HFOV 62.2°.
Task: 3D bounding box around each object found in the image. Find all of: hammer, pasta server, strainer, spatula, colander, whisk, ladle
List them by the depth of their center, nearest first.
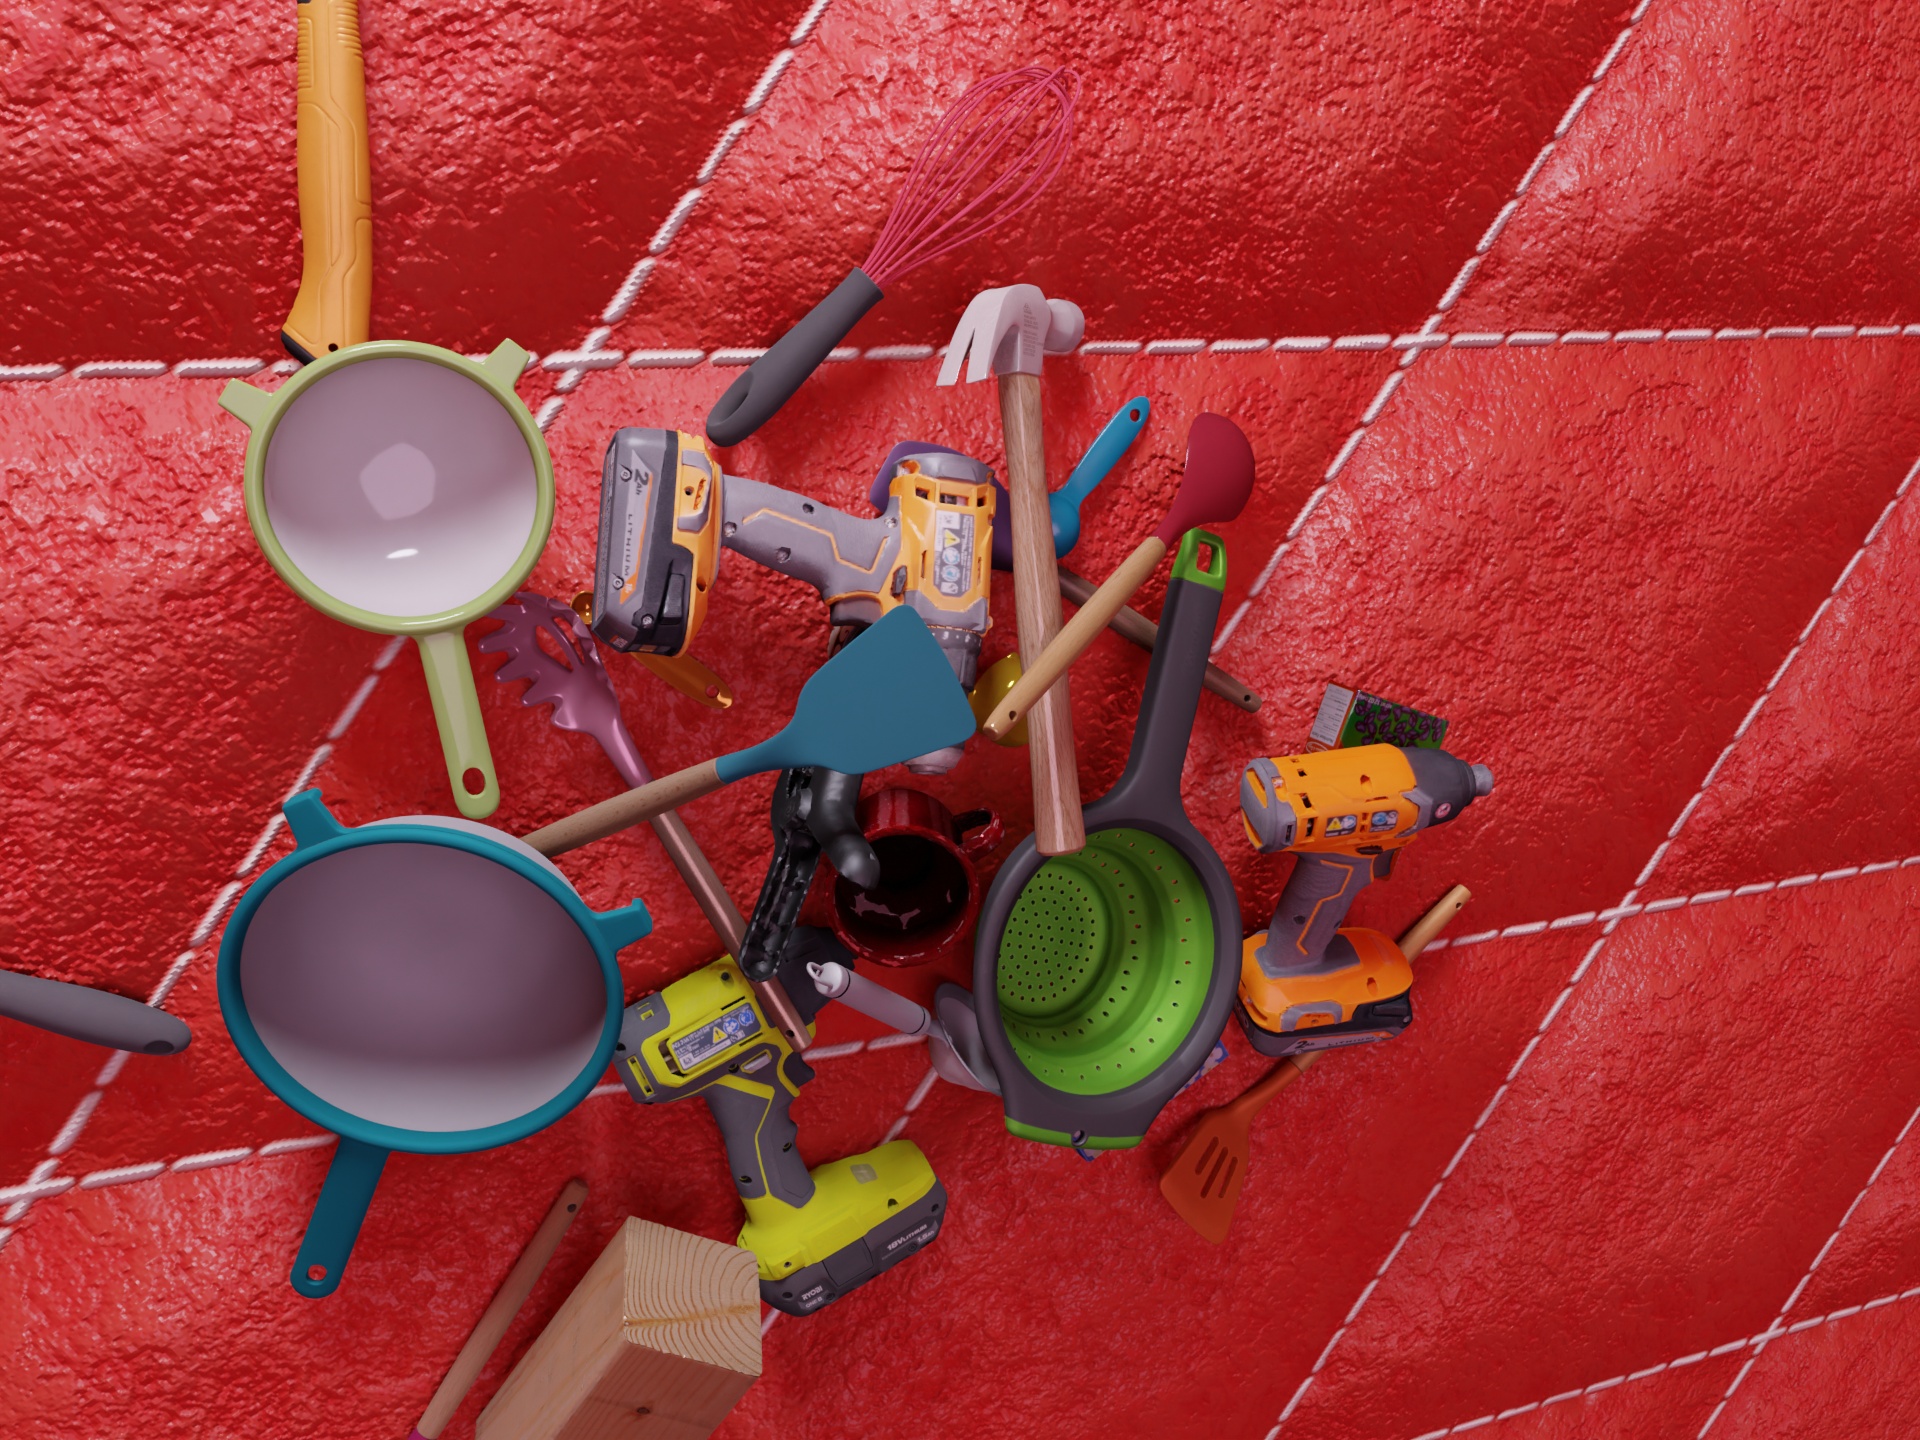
[{"bbox_3d":[-0.307,-0.344,0.797,0.127,0.034,0.336,0,104,-20],"label":"hammer"},{"bbox_3d":[-0.524,0.133,0.832,0.238,0.055,0.055,26,93,-29],"label":"whisk"},{"bbox_3d":[-0.287,-0.074,0.855,0.151,0.069,0.256,-14,109,-17],"label":"strainer"},{"bbox_3d":[-0.147,0.033,0.879,0.317,0.044,0.082,-21,110,23],"label":"spatula"},{"bbox_3d":[-0.316,0.183,0.909,0.211,0.095,0.340,21,114,-14],"label":"strainer"},{"bbox_3d":[-0.039,-0.265,0.911,0.296,0.073,0.073,-45,115,0],"label":"whisk"},{"bbox_3d":[-0.173,0.063,0.919,0.060,0.040,0.316,-26,100,19],"label":"pasta server"},{"bbox_3d":[0.043,-0.086,0.926,0.130,0.031,0.331,-10,96,-58],"label":"hammer"},{"bbox_3d":[0.102,-0.090,0.942,0.315,0.031,0.069,-48,116,-35],"label":"ladle"},{"bbox_3d":[-0.027,0.187,0.985,0.050,0.087,0.258,-34,145,11],"label":"strainer"},{"bbox_3d":[0.079,-0.084,1.022,0.315,0.018,0.060,31,87,-24],"label":"spatula"},{"bbox_3d":[0.095,0.070,1.034,0.204,0.094,0.397,15,87,-30],"label":"colander"},{"bbox_3d":[0.268,0.241,1.167,0.322,0.041,0.081,-44,114,-7],"label":"spatula"}]

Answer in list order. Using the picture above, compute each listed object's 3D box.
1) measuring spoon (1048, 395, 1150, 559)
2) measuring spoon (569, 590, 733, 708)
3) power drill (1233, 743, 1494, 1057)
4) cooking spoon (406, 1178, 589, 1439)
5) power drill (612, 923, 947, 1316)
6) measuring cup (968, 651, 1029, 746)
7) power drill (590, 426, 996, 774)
[{"bbox_3d":[0.084,-0.154,0.996,0.042,0.021,0.128,41,79,-21],"label":"measuring spoon"},{"bbox_3d":[-0.181,-0.041,0.939,0.116,0.011,0.021,36,89,-29],"label":"measuring spoon"},{"bbox_3d":[0.265,0.114,1.069,0.164,0.084,0.226,-7,125,-9],"label":"power drill"},{"bbox_3d":[-0.321,0.425,0.999,0.068,0.017,0.319,31,92,-23],"label":"cooking spoon"},{"bbox_3d":[-0.102,0.246,1.007,0.171,0.080,0.223,-27,109,-13],"label":"power drill"},{"bbox_3d":[-0.002,-0.003,0.976,0.156,0.029,0.062,-10,123,-40],"label":"measuring cup"},{"bbox_3d":[-0.089,-0.067,0.900,0.226,0.084,0.185,5,83,-19],"label":"power drill"}]
